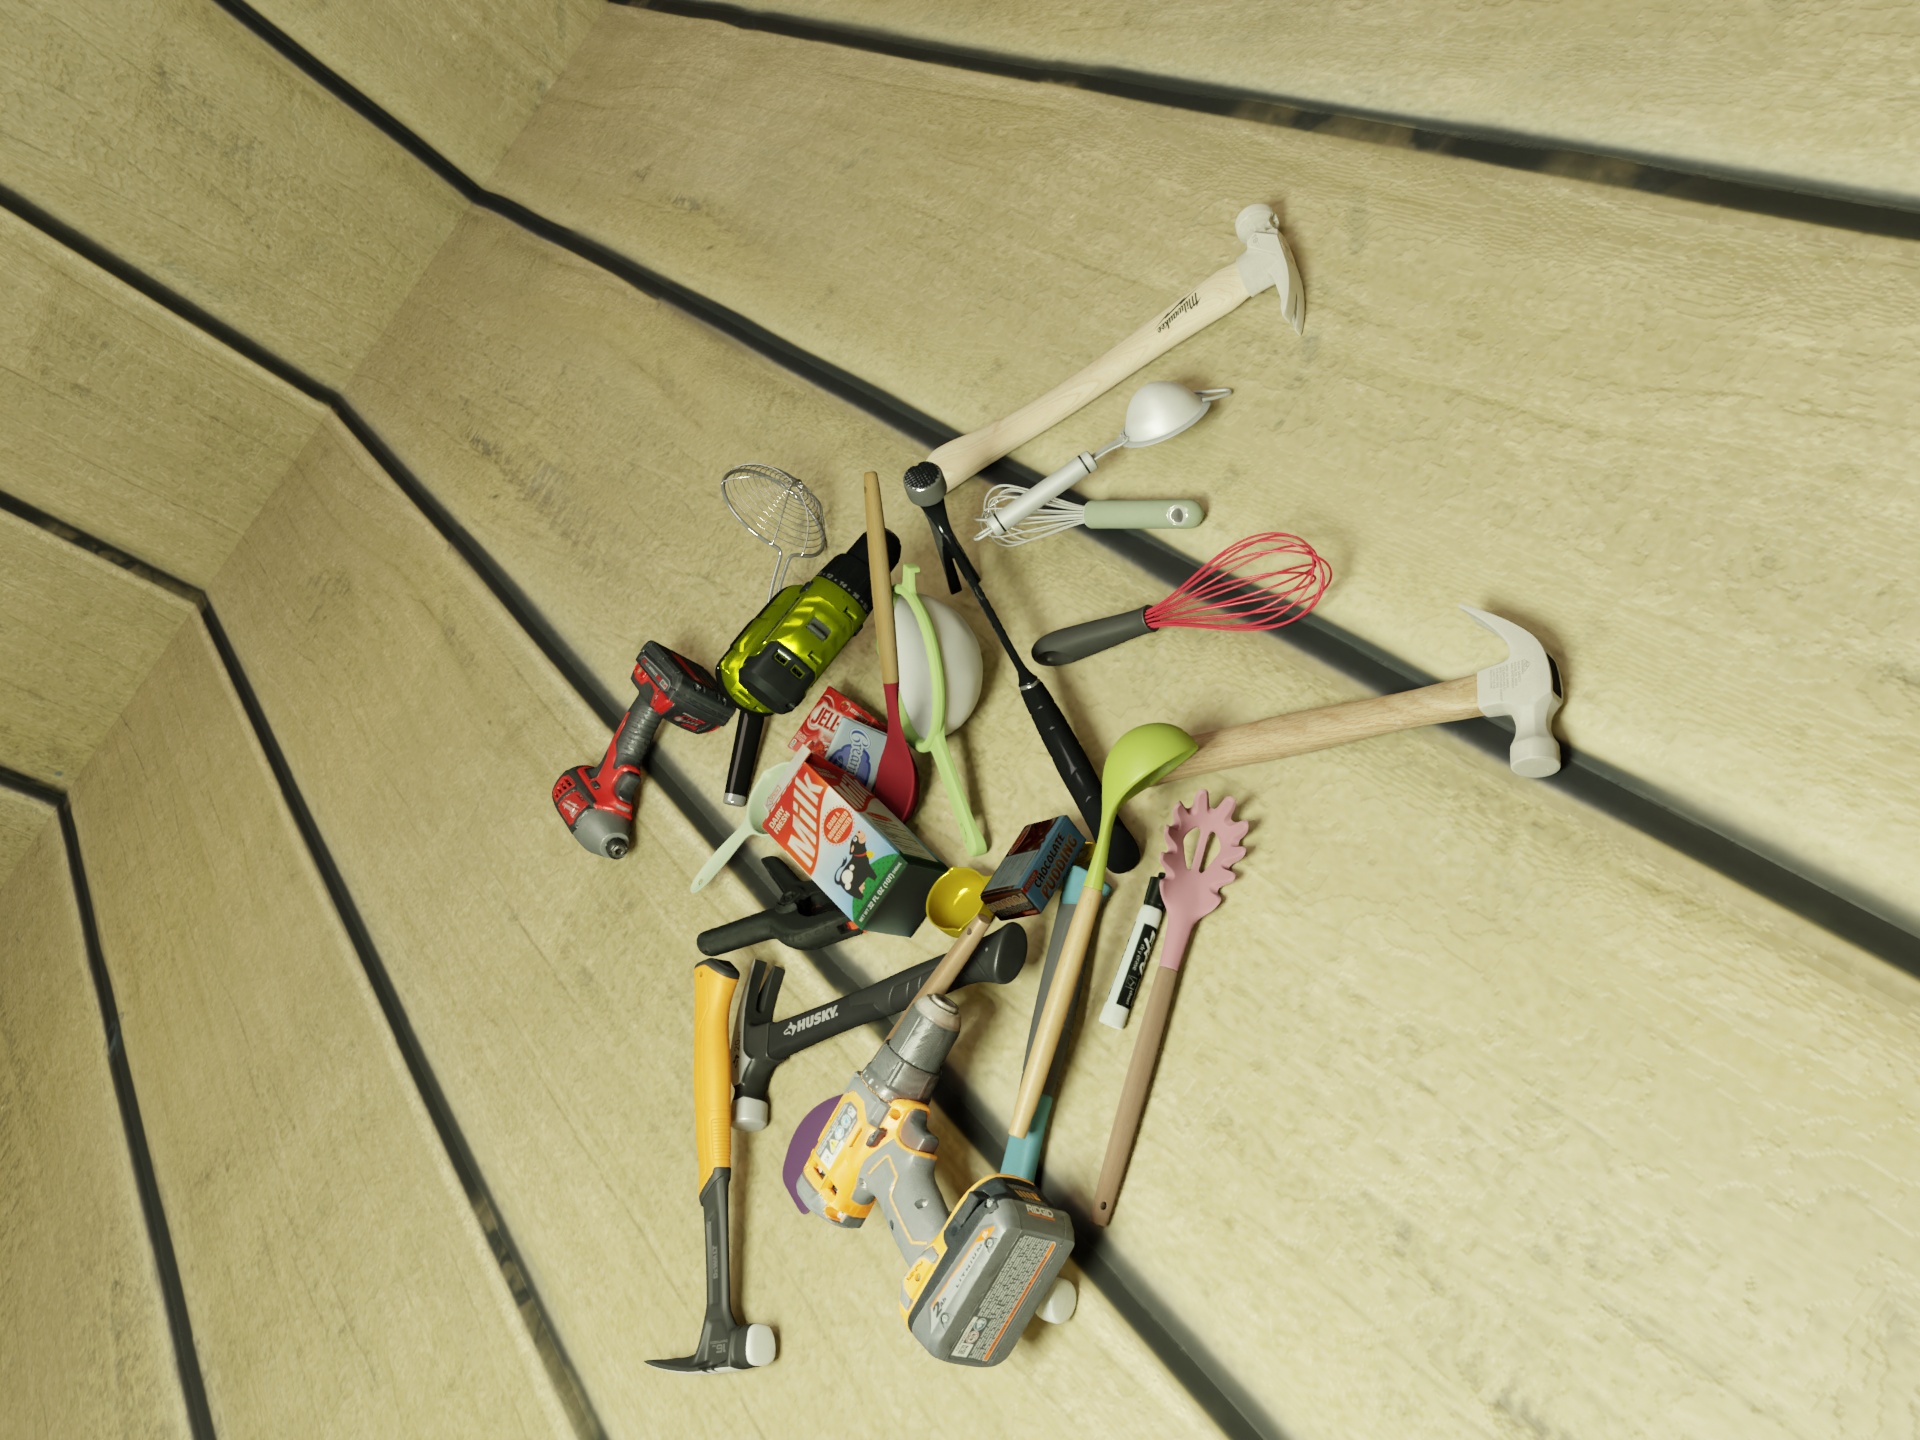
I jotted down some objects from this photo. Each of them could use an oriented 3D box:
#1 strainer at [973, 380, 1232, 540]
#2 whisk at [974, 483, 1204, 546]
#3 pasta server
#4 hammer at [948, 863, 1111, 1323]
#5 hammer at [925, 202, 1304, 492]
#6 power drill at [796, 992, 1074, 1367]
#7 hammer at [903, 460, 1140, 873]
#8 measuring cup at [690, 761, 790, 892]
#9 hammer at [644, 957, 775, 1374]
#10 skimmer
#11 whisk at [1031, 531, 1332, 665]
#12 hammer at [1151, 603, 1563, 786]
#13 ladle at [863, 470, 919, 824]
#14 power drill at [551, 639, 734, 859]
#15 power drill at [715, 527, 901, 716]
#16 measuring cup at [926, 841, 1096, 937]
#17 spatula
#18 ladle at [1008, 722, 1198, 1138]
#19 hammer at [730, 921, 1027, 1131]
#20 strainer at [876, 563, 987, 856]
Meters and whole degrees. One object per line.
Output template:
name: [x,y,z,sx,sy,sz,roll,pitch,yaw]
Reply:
strainer: [0.118,-0.232,1.392,0.258,0.050,0.087,-34,27,8]
whisk: [0.111,-0.183,1.414,0.246,0.059,0.057,6,106,41]
pasta server: [0.142,0.204,1.141,0.060,0.040,0.316,16,75,8]
hammer: [0.061,0.265,1.184,0.128,0.033,0.331,-4,63,41]
hammer: [0.130,-0.314,1.482,0.410,0.038,0.146,-29,49,28]
power drill: [-0.015,0.317,1.132,0.226,0.084,0.185,35,96,52]
hammer: [0.051,-0.039,1.338,0.036,0.149,0.409,-26,55,-1]
measuring cup: [-0.194,0.112,1.520,0.167,0.038,0.083,-46,42,14]
hammer: [-0.211,0.367,1.335,0.127,0.034,0.337,-23,60,35]
skimmer: [-0.214,-0.091,1.634,0.090,0.127,0.363,-3,74,50]
whisk: [0.169,-0.088,1.286,0.296,0.073,0.073,-17,54,43]
hammer: [0.268,0.002,1.153,0.331,0.031,0.130,-14,57,38]
ladle: [-0.065,-0.059,1.391,0.069,0.031,0.315,11,108,58]
power drill: [-0.341,0.039,1.679,0.219,0.078,0.143,-55,41,6]
power drill: [-0.143,-0.087,1.486,0.190,0.080,0.228,-53,11,-15]
measuring cup: [0.046,0.134,1.293,0.156,0.029,0.062,-22,48,18]
spatula: [-0.063,0.269,1.253,0.315,0.018,0.060,-56,50,23]
ladle: [0.101,0.152,1.163,0.062,0.078,0.320,17,83,9]
hammer: [-0.075,0.229,1.312,0.335,0.035,0.146,-28,48,36]
strainer: [-0.002,-0.004,1.388,0.151,0.069,0.257,117,138,-60]
